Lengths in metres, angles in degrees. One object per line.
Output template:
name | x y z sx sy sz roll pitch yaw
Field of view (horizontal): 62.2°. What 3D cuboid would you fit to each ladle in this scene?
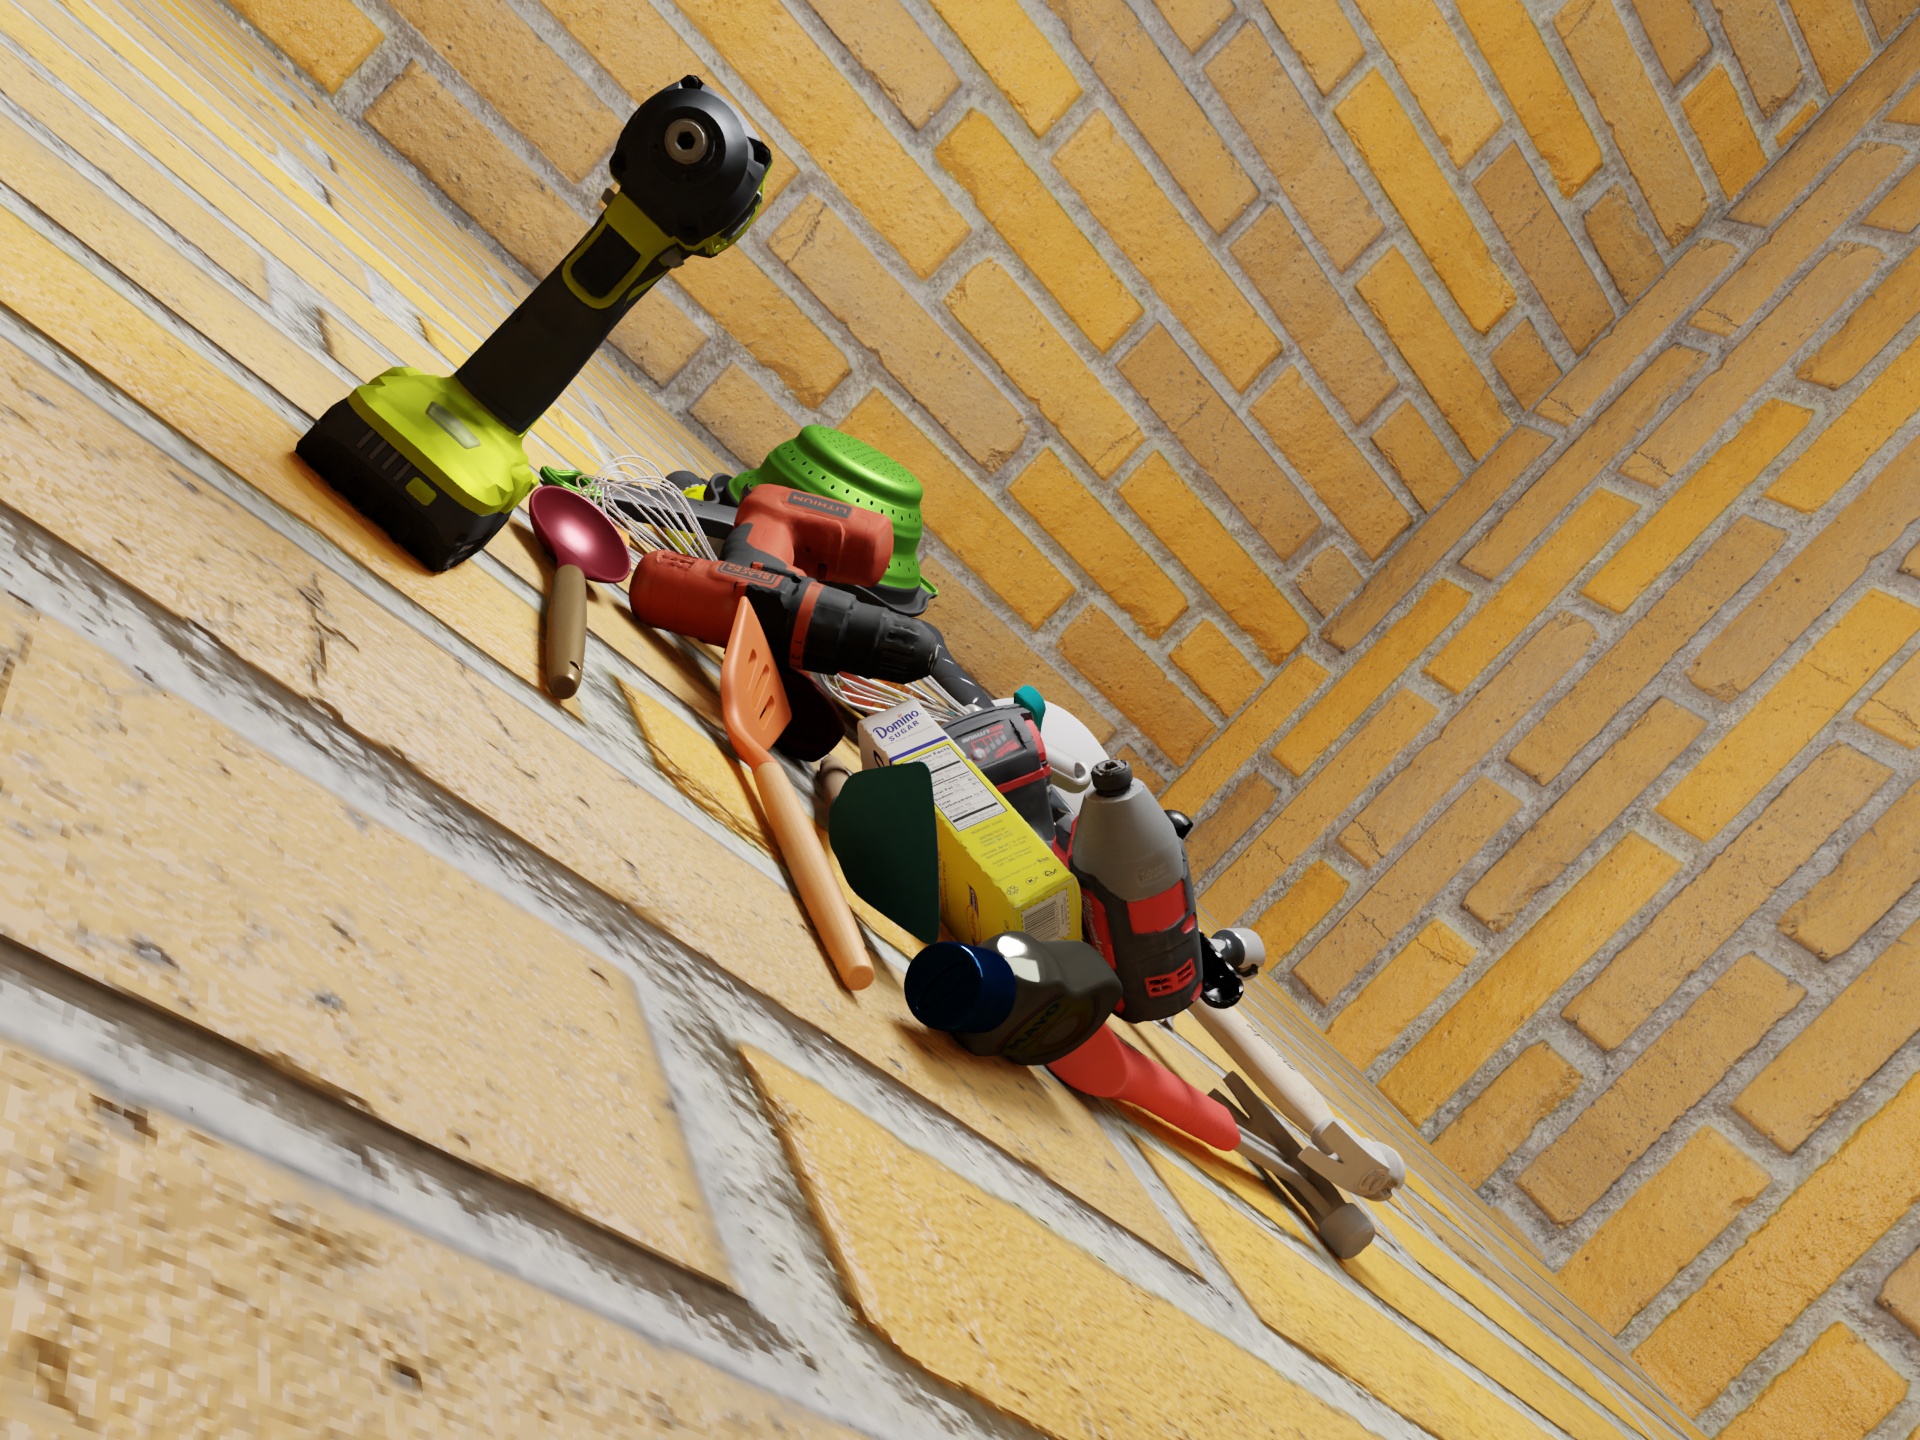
ladle | -0.190 -0.063 0.780 0.069 0.031 0.316 40 7 -21

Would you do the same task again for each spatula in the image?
spatula | -0.079 0.033 0.764 0.323 0.041 0.081 -126 -164 -60
spatula | -0.052 0.044 0.849 0.317 0.044 0.082 -141 -132 -80

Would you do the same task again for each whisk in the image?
whisk | -0.002 -0.003 1.073 0.246 0.058 0.059 27 -32 -32
whisk | -0.165 -0.084 1.095 0.070 0.070 0.284 47 0 41

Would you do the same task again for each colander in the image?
colander | -0.145 -0.179 1.222 0.205 0.094 0.396 41 20 31

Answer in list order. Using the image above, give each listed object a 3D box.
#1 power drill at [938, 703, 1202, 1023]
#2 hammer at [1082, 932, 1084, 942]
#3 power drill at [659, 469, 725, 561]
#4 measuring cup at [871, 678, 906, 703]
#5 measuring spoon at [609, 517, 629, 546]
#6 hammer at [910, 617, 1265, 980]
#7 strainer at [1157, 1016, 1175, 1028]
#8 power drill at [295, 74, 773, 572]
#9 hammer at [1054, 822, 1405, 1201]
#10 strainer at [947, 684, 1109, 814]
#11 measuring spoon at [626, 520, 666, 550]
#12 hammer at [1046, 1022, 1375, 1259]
power drill | 0.056 0.068 0.908 0.220 0.078 0.143 29 -44 60
hammer | 0.035 0.112 1.174 0.146 0.035 0.334 46 4 22
power drill | -0.162 -0.127 1.391 0.228 0.080 0.191 35 9 -37
measuring cup | -0.099 -0.037 1.212 0.157 0.029 0.062 32 -5 21
measuring spoon | -0.242 -0.128 1.108 0.021 0.011 0.117 42 7 -19
hammer | 0.050 0.046 1.163 0.149 0.036 0.409 5 33 -39
strainer | 0.152 0.201 1.390 0.086 0.050 0.258 61 -5 -14
power drill | -0.170 -0.173 0.675 0.080 0.223 0.171 42 4 -14
hammer | 0.148 0.174 1.140 0.411 0.038 0.146 46 5 38
strainer | 0.081 0.025 1.396 0.211 0.095 0.340 46 -16 17
measuring spoon | -0.225 -0.121 1.192 0.124 0.018 0.034 38 2 16
hammer | 0.138 0.229 0.944 0.149 0.036 0.358 47 4 40
